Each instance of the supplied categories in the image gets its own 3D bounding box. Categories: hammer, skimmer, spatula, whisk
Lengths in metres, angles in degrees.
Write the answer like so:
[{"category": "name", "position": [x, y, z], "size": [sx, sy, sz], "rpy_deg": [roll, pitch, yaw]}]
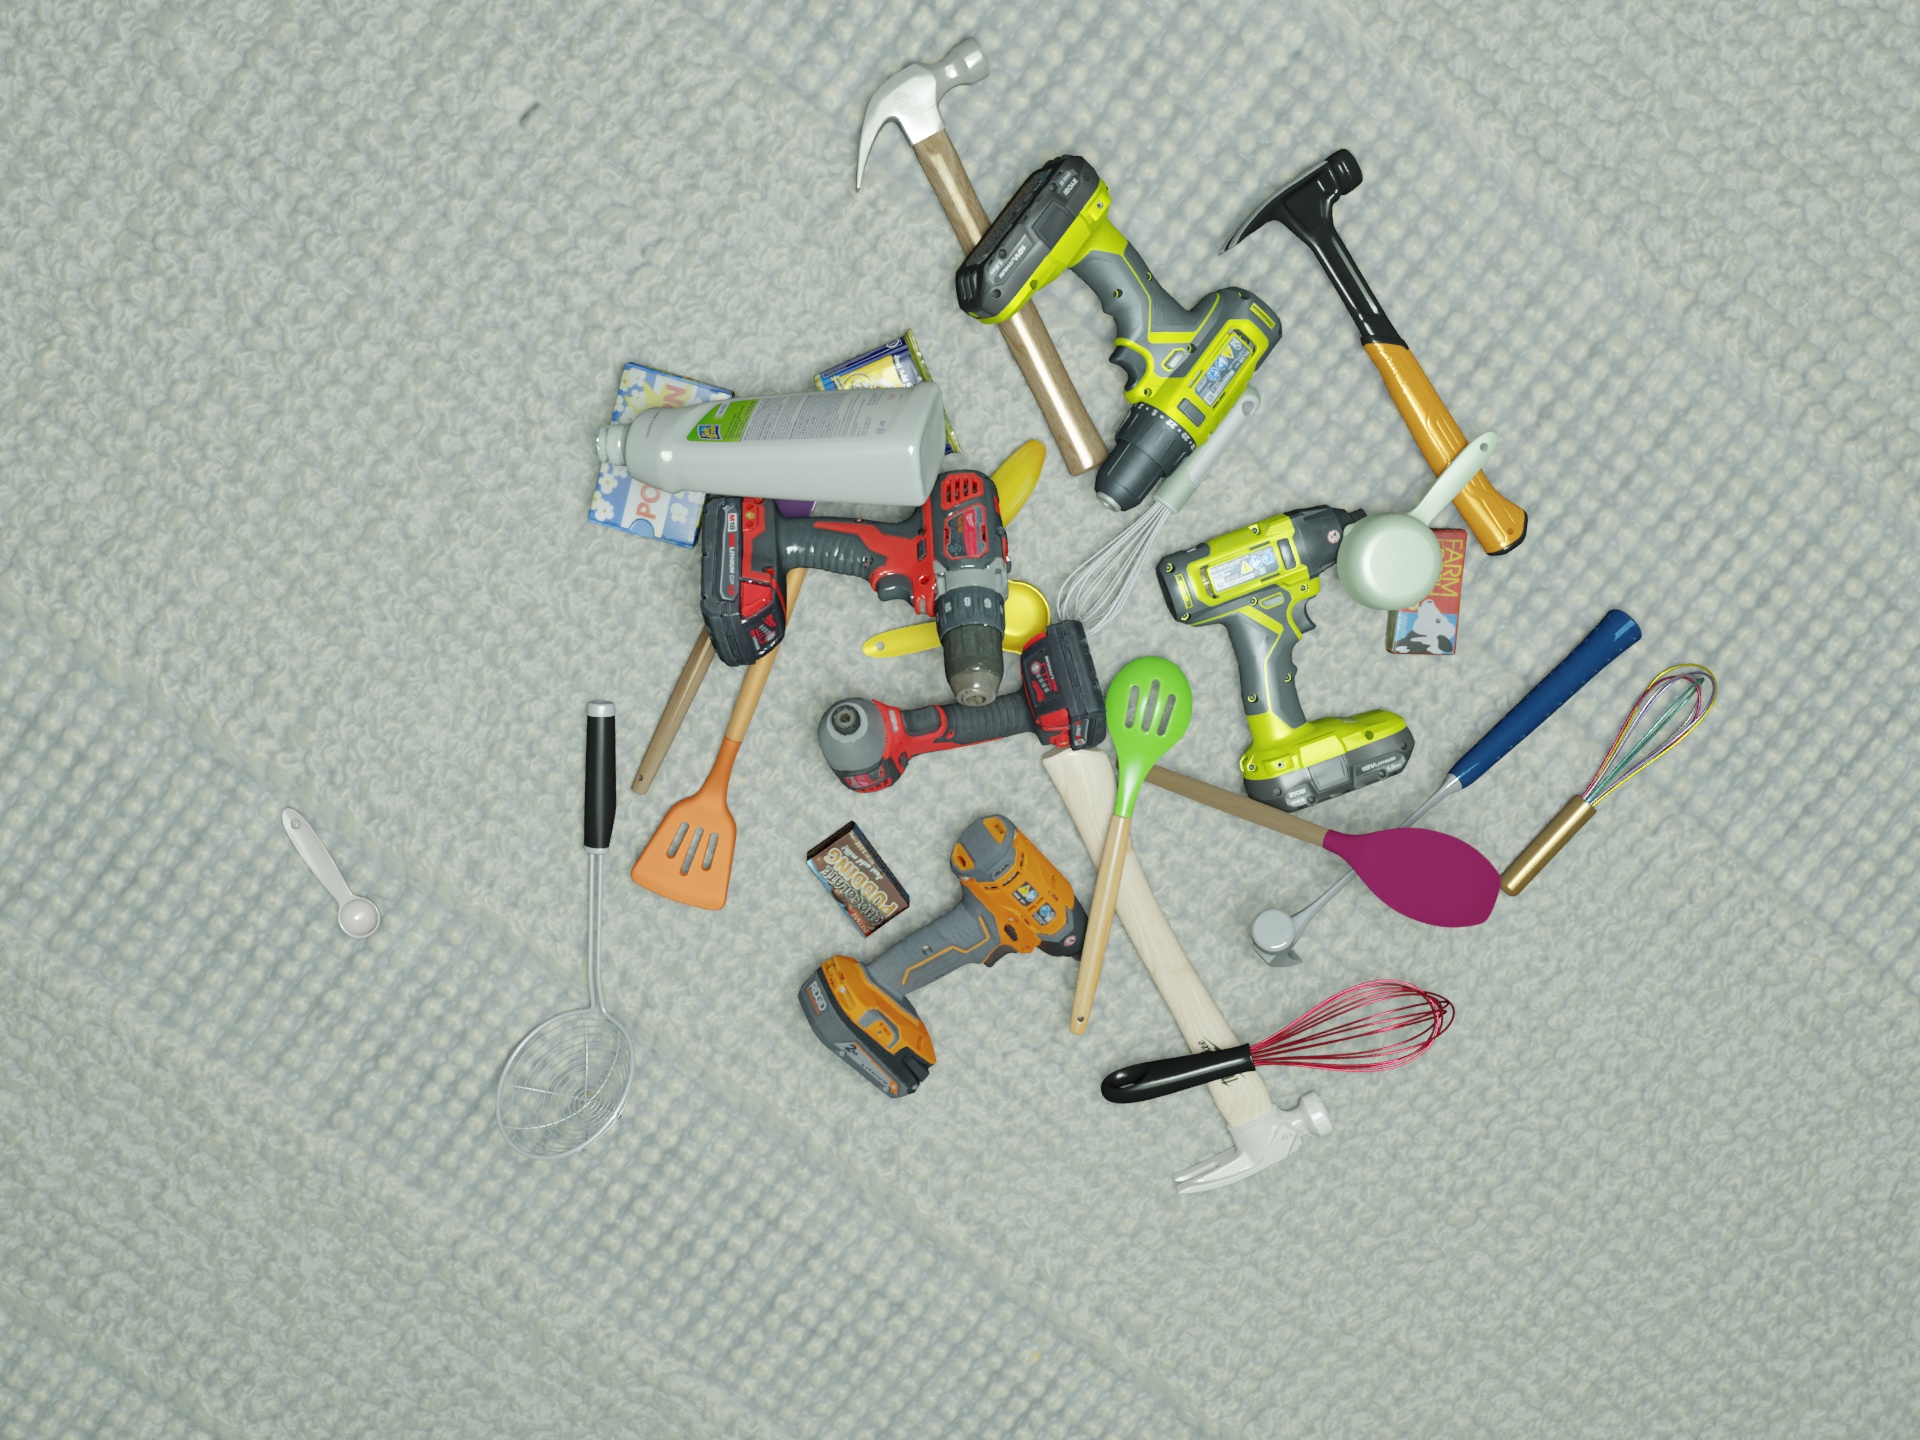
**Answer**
[{"category": "hammer", "position": [0.337, -0.268, 1.239], "size": [0.127, 0.034, 0.336], "rpy_deg": [-37, 100, -11]}, {"category": "skimmer", "position": [-0.314, 0.168, 1.283], "size": [0.127, 0.090, 0.363], "rpy_deg": [8, 100, 28]}, {"category": "hammer", "position": [0.026, -0.342, 1.228], "size": [0.130, 0.031, 0.331], "rpy_deg": [-27, 101, 2]}, {"category": "spatula", "position": [-0.174, -0.005, 1.277], "size": [0.081, 0.041, 0.322], "rpy_deg": [21, 102, -6]}, {"category": "hammer", "position": [0.392, 0.058, 1.294], "size": [0.405, 0.144, 0.035], "rpy_deg": [-42, 69, -3]}, {"category": "hammer", "position": [0.165, 0.207, 1.341], "size": [0.146, 0.038, 0.410], "rpy_deg": [-27, 101, 4]}, {"category": "whisk", "position": [0.158, -0.165, 1.262], "size": [0.057, 0.059, 0.246], "rpy_deg": [36, 93, -36]}, {"category": "whisk", "position": [0.259, 0.272, 1.309], "size": [0.296, 0.073, 0.073], "rpy_deg": [-15, 102, 8]}, {"category": "whisk", "position": [0.536, 0.050, 1.328], "size": [0.047, 0.051, 0.245], "rpy_deg": [42, 101, 12]}, {"category": "spatula", "position": [-0.192, -0.079, 1.274], "size": [0.060, 0.018, 0.316], "rpy_deg": [31, 101, 19]}]

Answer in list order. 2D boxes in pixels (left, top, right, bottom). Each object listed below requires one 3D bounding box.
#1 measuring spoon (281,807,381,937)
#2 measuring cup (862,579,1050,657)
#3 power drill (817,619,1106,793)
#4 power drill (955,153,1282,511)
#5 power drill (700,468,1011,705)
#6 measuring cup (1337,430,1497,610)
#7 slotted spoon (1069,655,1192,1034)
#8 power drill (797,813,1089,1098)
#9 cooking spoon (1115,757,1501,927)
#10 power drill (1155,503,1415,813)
[{"category": "measuring spoon", "position": [-0.517, 0.123, 1.306], "size": [0.034, 0.018, 0.124], "rpy_deg": [-33, 94, 4]}, {"category": "measuring cup", "position": [-0.003, -0.075, 1.288], "size": [0.156, 0.029, 0.062], "rpy_deg": [-11, 102, 12]}, {"category": "power drill", "position": [-0.002, -0.004, 1.234], "size": [0.219, 0.143, 0.079], "rpy_deg": [-15, 74, 1]}, {"category": "power drill", "position": [0.110, -0.289, 1.198], "size": [0.228, 0.080, 0.190], "rpy_deg": [38, 89, -20]}, {"category": "power drill", "position": [-0.074, -0.092, 1.180], "size": [0.226, 0.080, 0.188], "rpy_deg": [-4, 63, 1]}, {"category": "measuring cup", "position": [0.361, -0.156, 1.219], "size": [0.083, 0.038, 0.167], "rpy_deg": [40, 93, -11]}, {"category": "slotted spoon", "position": [0.127, 0.103, 1.284], "size": [0.070, 0.031, 0.314], "rpy_deg": [12, 95, 2]}, {"category": "power drill", "position": [-0.001, 0.200, 1.302], "size": [0.226, 0.084, 0.164], "rpy_deg": [-42, 123, 2]}, {"category": "cooking spoon", "position": [0.262, 0.083, 1.241], "size": [0.319, 0.017, 0.069], "rpy_deg": [21, 93, 29]}, {"category": "power drill", "position": [0.272, -0.053, 1.275], "size": [0.171, 0.080, 0.223], "rpy_deg": [-20, 98, 1]}]
